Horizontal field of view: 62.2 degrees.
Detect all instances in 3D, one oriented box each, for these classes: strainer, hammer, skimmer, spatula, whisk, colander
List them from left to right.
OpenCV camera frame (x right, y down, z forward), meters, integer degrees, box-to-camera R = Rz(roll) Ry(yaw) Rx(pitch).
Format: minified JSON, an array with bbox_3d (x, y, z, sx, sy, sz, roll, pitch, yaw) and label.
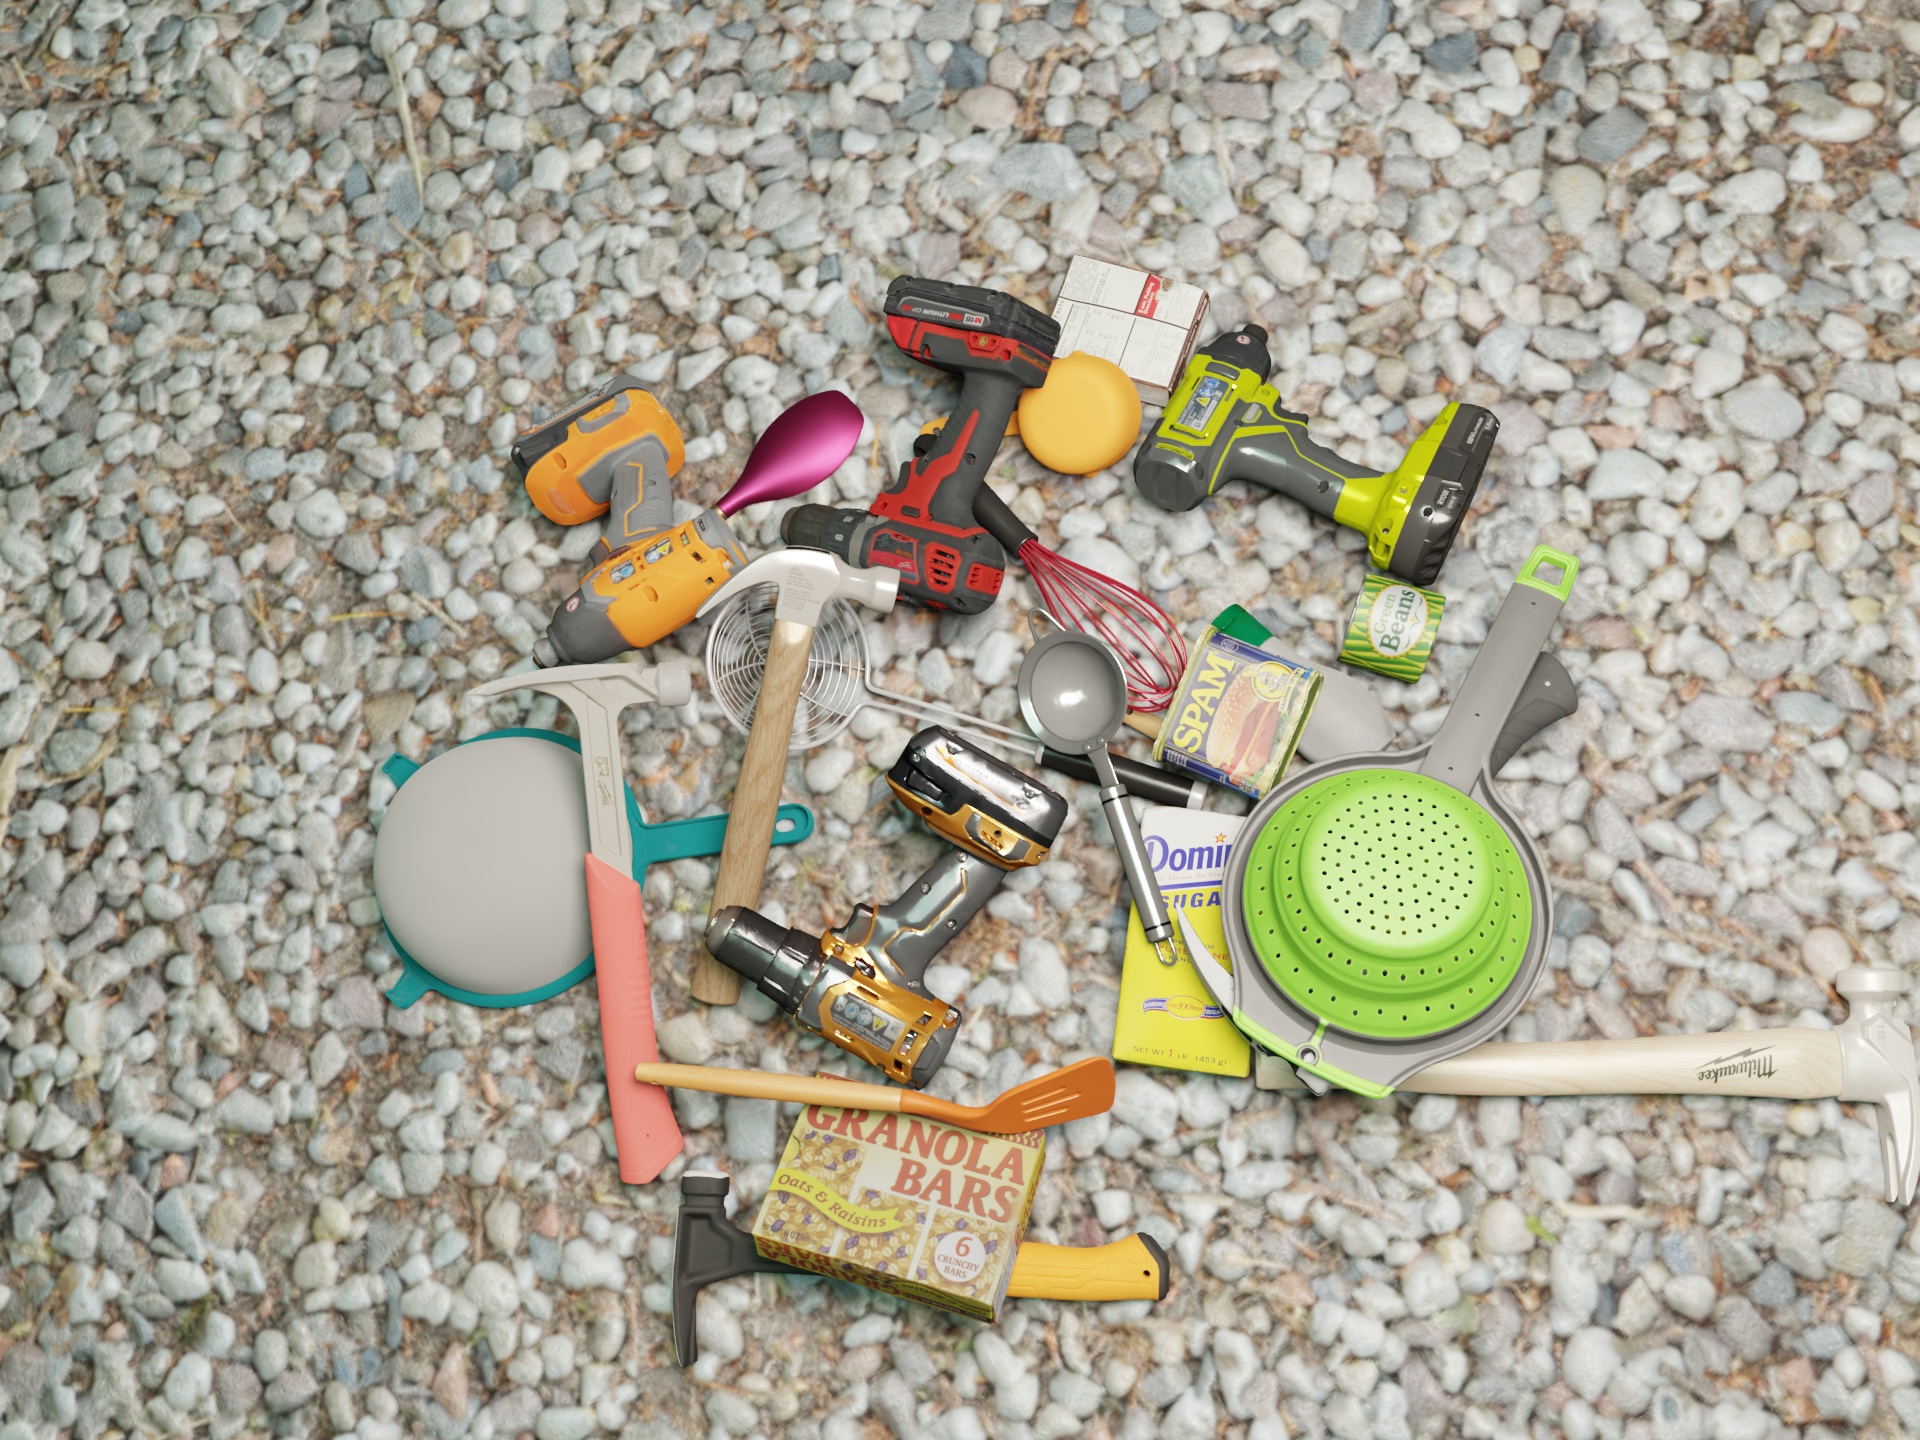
[{"bbox_3d":[-0.280,0.089,1.145,0.340,0.095,0.211,-9,75,8],"label":"strainer"},{"bbox_3d":[-0.246,0.141,1.098,0.149,0.037,0.359,-6,93,-14],"label":"hammer"},{"bbox_3d":[-0.142,0.041,1.107,0.130,0.031,0.331,12,100,-7],"label":"hammer"},{"bbox_3d":[-0.060,0.241,1.056,0.322,0.080,0.041,3,53,11],"label":"spatula"},{"bbox_3d":[-0.029,0.373,1.068,0.337,0.034,0.127,-1,75,8],"label":"hammer"},{"bbox_3d":[-0.002,-0.004,1.129,0.363,0.090,0.127,17,79,12],"label":"skimmer"},{"bbox_3d":[0.061,-0.115,1.166,0.073,0.073,0.296,-41,68,-3],"label":"whisk"},{"bbox_3d":[0.102,0.043,1.085,0.087,0.050,0.258,-25,77,34],"label":"strainer"},{"bbox_3d":[0.288,0.077,1.052,0.146,0.035,0.335,41,78,23],"label":"hammer"},{"bbox_3d":[0.303,0.035,0.997,0.204,0.094,0.397,26,73,19],"label":"colander"},{"bbox_3d":[0.401,0.236,1.039,0.410,0.038,0.146,-1,77,8],"label":"hammer"}]

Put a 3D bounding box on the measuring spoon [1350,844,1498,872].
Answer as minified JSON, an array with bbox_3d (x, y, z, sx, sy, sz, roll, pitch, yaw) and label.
[{"bbox_3d":[0.328,0.096,1.098,0.124,0.018,0.034,1,85,16],"label":"measuring spoon"}]

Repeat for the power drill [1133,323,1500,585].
[{"bbox_3d":[0.258,-0.199,1.140,0.223,0.080,0.171,23,61,16],"label":"power drill"}]

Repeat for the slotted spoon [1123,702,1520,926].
[{"bbox_3d":[0.243,0.057,1.103,0.314,0.031,0.070,27,76,19],"label":"slotted spoon"}]

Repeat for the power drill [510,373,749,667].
[{"bbox_3d":[-0.257,-0.140,1.167,0.164,0.084,0.227,-30,50,2],"label":"power drill"}]

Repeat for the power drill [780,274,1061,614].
[{"bbox_3d":[-0.034,-0.201,1.161,0.188,0.080,0.226,19,96,32],"label":"power drill"}]

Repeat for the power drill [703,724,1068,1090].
[{"bbox_3d":[-0.051,0.114,1.084,0.185,0.084,0.226,29,94,-2],"label":"power drill"}]

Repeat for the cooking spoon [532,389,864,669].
[{"bbox_3d":[-0.205,-0.146,1.233,0.319,0.017,0.069,-41,73,-4],"label":"cooking spoon"}]

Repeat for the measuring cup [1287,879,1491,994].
[{"bbox_3d":[0.288,0.144,1.085,0.157,0.029,0.062,18,52,26],"label":"measuring cup"}]

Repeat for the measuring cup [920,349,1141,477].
[{"bbox_3d":[0.046,-0.223,1.187,0.173,0.052,0.095,-4,101,17],"label":"measuring cup"}]
